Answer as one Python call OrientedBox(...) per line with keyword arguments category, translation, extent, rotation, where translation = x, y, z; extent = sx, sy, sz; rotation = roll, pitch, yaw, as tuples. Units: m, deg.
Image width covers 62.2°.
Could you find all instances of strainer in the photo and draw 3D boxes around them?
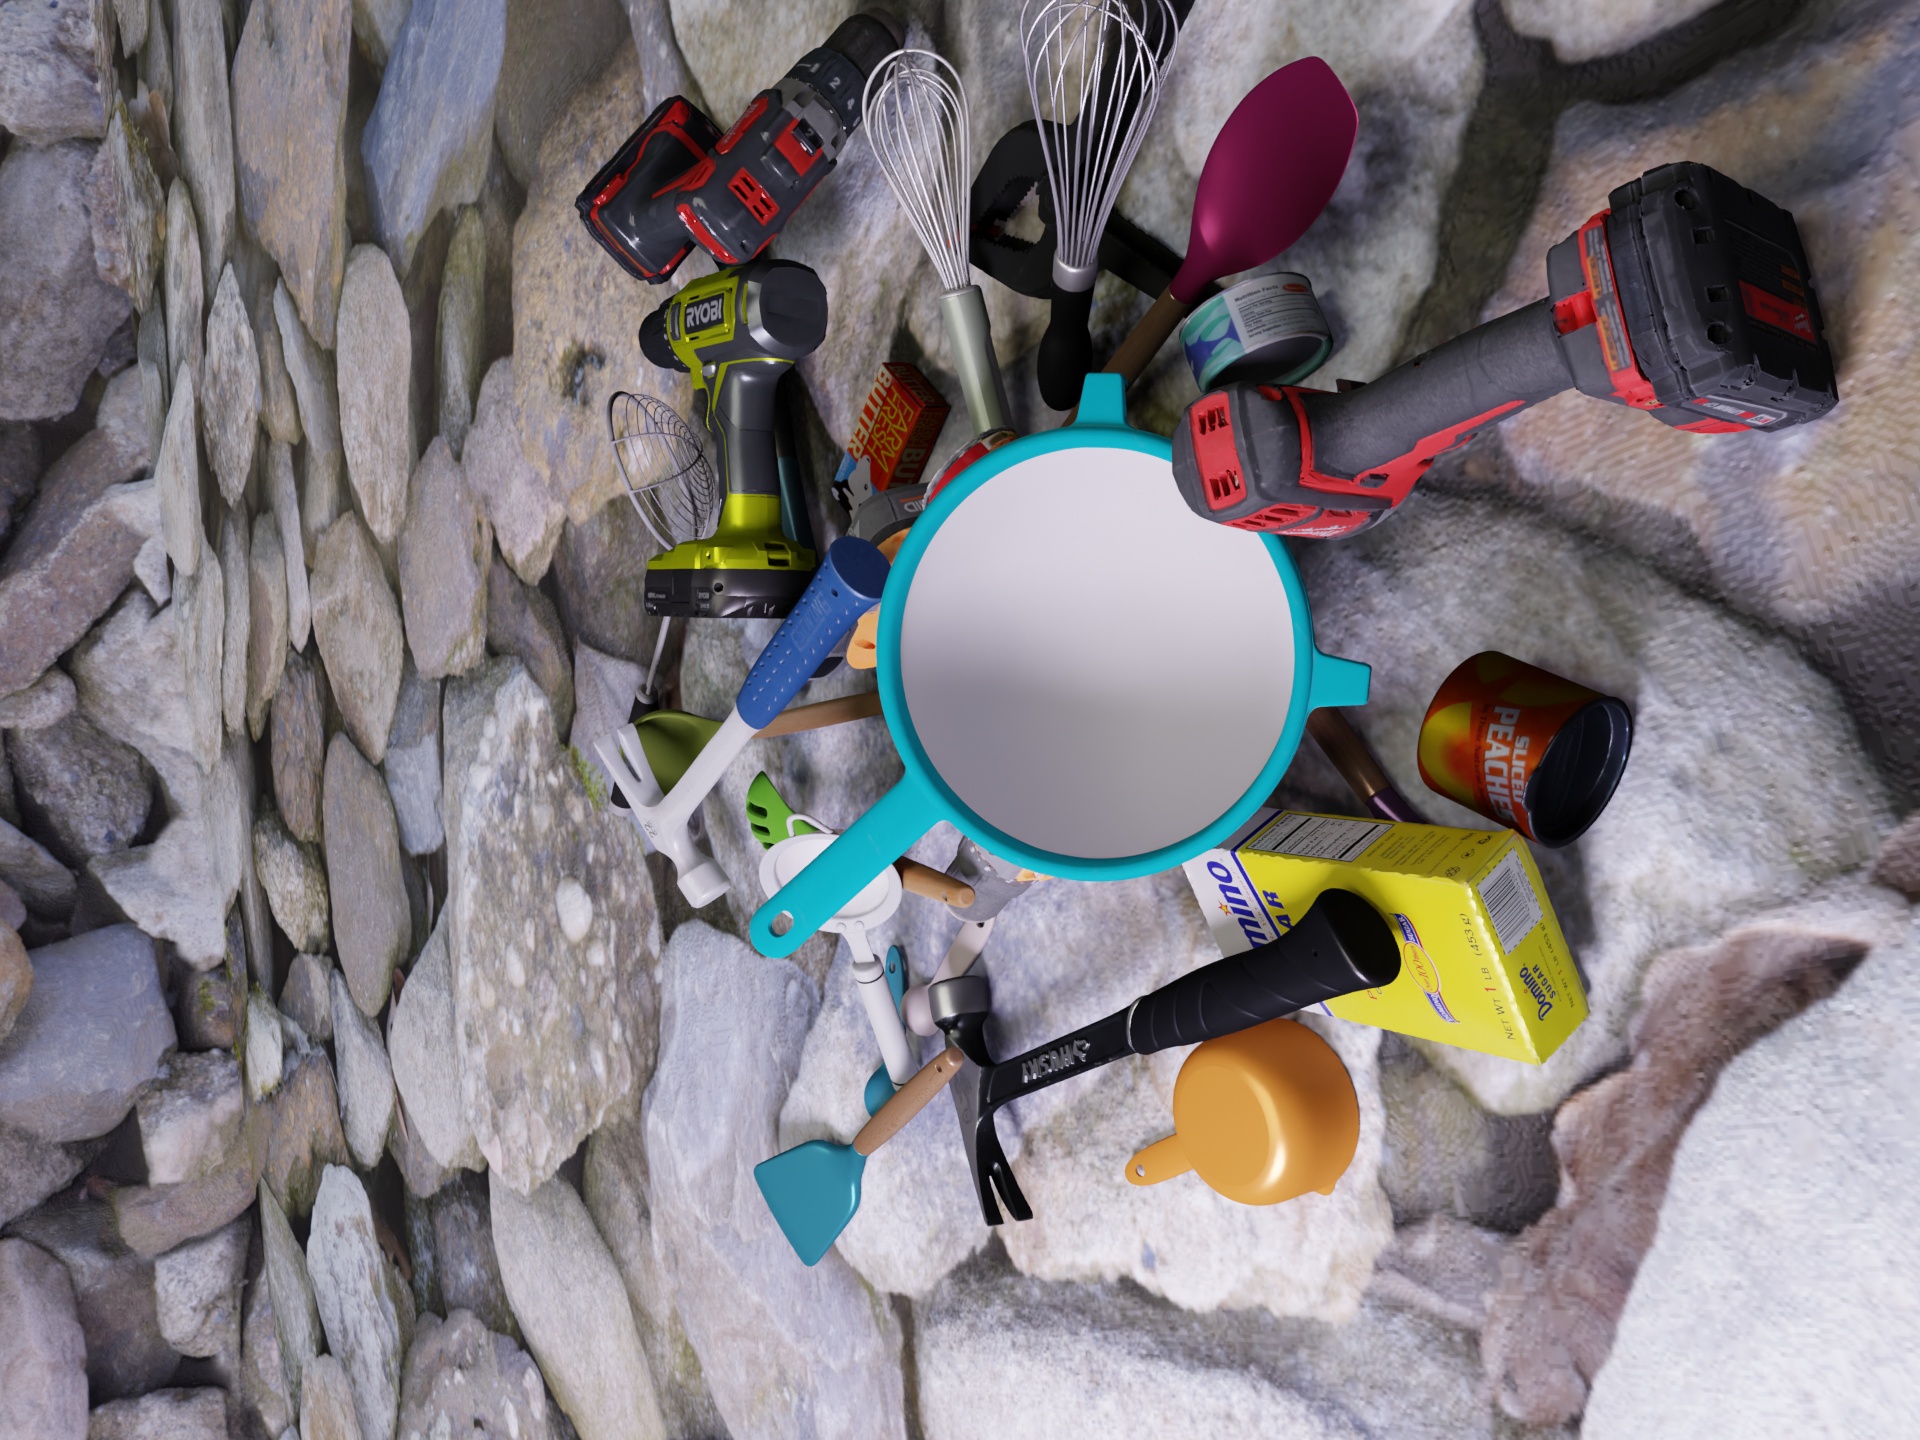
OrientedBox(category="strainer", translation=(-0.061, 0.147, 0.990), extent=(0.087, 0.050, 0.258), rotation=(-6, 122, 15))
OrientedBox(category="strainer", translation=(0.028, 0.007, 0.795), extent=(0.340, 0.095, 0.211), rotation=(-42, 79, 21))

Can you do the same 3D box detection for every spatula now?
OrientedBox(category="spatula", translation=(0.183, 0.017, 0.755), extent=(0.316, 0.018, 0.059), rotation=(60, 137, 27))
OrientedBox(category="spatula", translation=(-0.064, 0.278, 1.044), extent=(0.082, 0.044, 0.317), rotation=(56, 146, 16))

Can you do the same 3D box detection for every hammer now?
OrientedBox(category="hammer", translation=(-0.143, -0.005, 1.028), extent=(0.144, 0.035, 0.405), rotation=(55, 144, 7))
OrientedBox(category="hammer", translation=(-0.129, -0.191, 1.108), extent=(0.128, 0.033, 0.331), rotation=(-24, 75, 51))
OrientedBox(category="hammer", translation=(0.084, 0.164, 0.809), extent=(0.409, 0.036, 0.149), rotation=(-41, 55, 58))

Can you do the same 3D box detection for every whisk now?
OrientedBox(category="whisk", translation=(0.059, -0.245, 0.772), extent=(0.284, 0.070, 0.070), rotation=(92, 154, -63))
OrientedBox(category="whisk", translation=(-0.002, -0.249, 0.894), extent=(0.059, 0.058, 0.246), rotation=(-12, 107, 12))

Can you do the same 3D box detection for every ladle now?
OrientedBox(category="ladle", translation=(-0.138, 0.011, 1.127), extent=(0.320, 0.062, 0.078), rotation=(-10, 123, 48))

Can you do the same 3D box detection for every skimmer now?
OrientedBox(category="skimmer", translation=(-0.262, -0.077, 1.243), extent=(0.127, 0.090, 0.363), rotation=(-93, 19, -56))

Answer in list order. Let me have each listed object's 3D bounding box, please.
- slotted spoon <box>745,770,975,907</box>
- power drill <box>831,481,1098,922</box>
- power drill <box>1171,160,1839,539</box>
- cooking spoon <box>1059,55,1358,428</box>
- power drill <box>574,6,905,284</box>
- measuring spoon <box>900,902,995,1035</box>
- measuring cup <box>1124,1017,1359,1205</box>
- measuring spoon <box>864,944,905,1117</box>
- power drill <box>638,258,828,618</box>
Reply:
OrientedBox(category="slotted spoon", translation=(-0.075, 0.083, 1.031), extent=(0.314, 0.031, 0.070), rotation=(12, 121, 59))
OrientedBox(category="power drill", translation=(-0.001, -0.003, 0.936), extent=(0.226, 0.084, 0.185), rotation=(59, 143, 22))
OrientedBox(category="power drill", translation=(0.206, -0.125, 0.622), extent=(0.220, 0.143, 0.078), rotation=(-17, 79, 44))
OrientedBox(category="cooking spoon", translation=(0.098, -0.198, 0.797), extent=(0.069, 0.017, 0.318), rotation=(63, 146, 15))
OrientedBox(category="power drill", translation=(-0.141, -0.371, 1.031), extent=(0.188, 0.080, 0.227), rotation=(-54, 31, -13))
OrientedBox(category="measuring spoon", translation=(-0.010, 0.158, 1.010), extent=(0.034, 0.018, 0.124), rotation=(56, 132, 32))
OrientedBox(category="measuring cup", translation=(0.124, 0.216, 0.820), extent=(0.173, 0.052, 0.095), rotation=(-41, 63, 43))
OrientedBox(category="measuring spoon", translation=(-0.052, 0.213, 1.064), extent=(0.042, 0.021, 0.128), rotation=(14, 107, 50))
OrientedBox(category="power drill", translation=(-0.162, -0.183, 1.065), extent=(0.191, 0.080, 0.228), rotation=(6, 97, 53))
